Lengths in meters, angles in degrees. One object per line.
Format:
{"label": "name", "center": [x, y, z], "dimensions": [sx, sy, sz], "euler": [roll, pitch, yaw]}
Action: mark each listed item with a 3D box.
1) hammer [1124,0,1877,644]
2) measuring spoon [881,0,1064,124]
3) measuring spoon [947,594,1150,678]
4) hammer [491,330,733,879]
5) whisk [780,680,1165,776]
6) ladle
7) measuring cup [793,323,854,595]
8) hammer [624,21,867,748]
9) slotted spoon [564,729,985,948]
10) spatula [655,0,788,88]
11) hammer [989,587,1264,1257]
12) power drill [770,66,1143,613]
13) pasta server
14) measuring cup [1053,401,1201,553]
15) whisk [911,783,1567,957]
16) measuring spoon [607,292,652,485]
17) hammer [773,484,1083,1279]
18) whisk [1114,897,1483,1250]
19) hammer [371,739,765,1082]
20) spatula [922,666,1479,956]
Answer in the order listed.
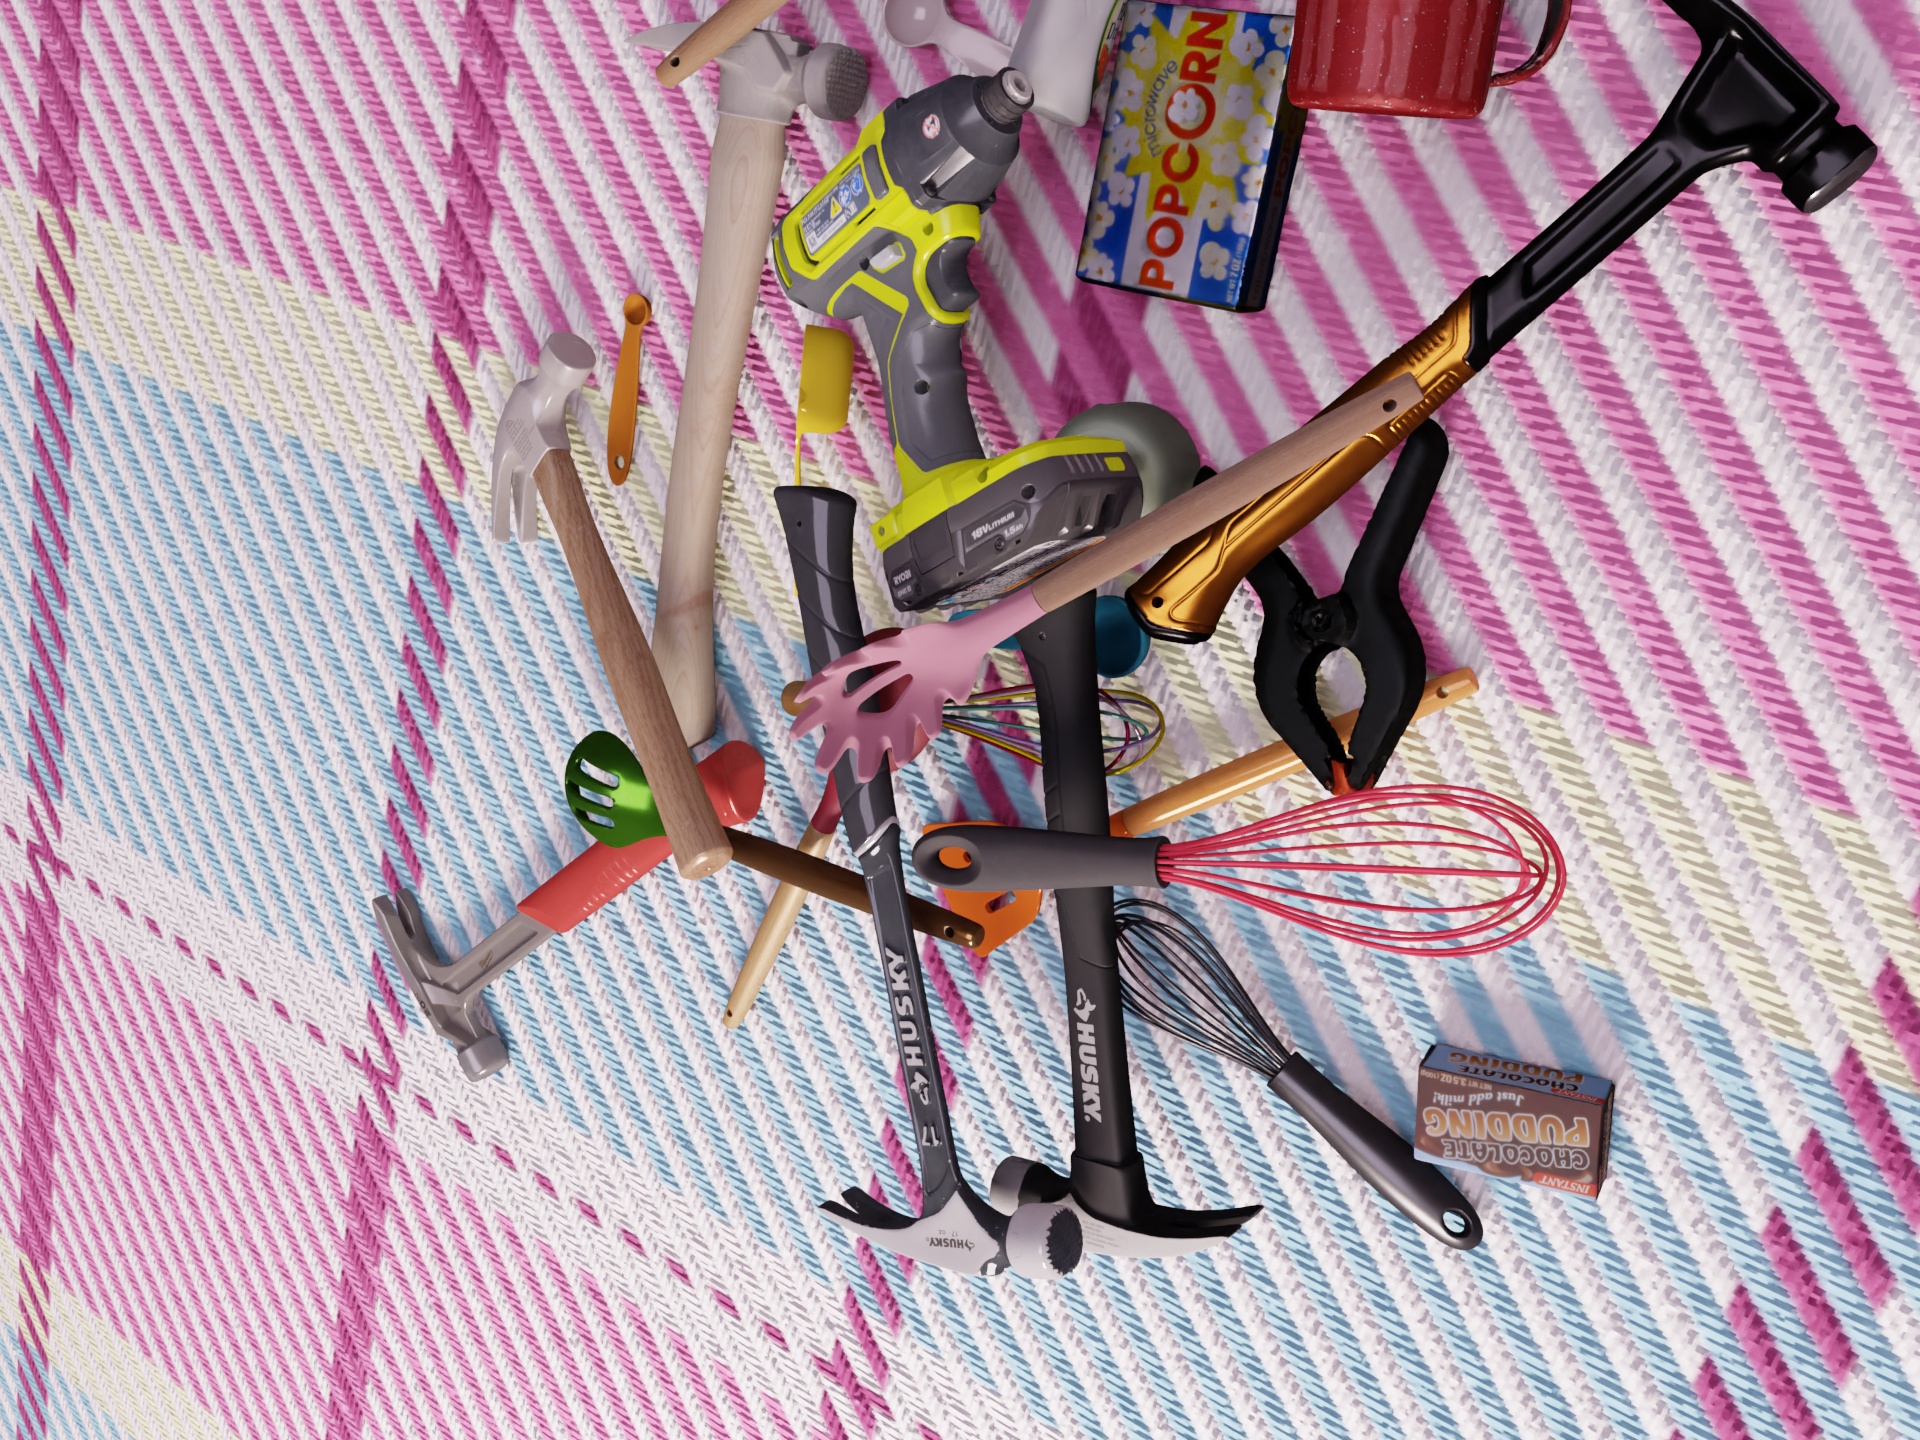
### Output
{"label": "hammer", "center": [0.194, -0.156, 0.672], "dimensions": [0.337, 0.034, 0.127], "euler": [-43, 76, 23]}
{"label": "measuring spoon", "center": [0.014, -0.329, 0.790], "dimensions": [0.124, 0.018, 0.034], "euler": [37, 111, 13]}
{"label": "measuring spoon", "center": [0.047, -0.047, 0.829], "dimensions": [0.129, 0.021, 0.042], "euler": [7, 105, 40]}
{"label": "hammer", "center": [-0.204, -0.058, 0.925], "dimensions": [0.130, 0.031, 0.332], "euler": [-44, 62, 40]}
{"label": "whisk", "center": [-0.002, -0.001, 0.846], "dimensions": [0.245, 0.051, 0.047], "euler": [6, 86, 36]}
{"label": "ladle", "center": [-0.086, 0.076, 0.905], "dimensions": [0.069, 0.031, 0.315], "euler": [44, 129, 22]}
{"label": "measuring cup", "center": [-0.076, -0.139, 0.872], "dimensions": [0.029, 0.062, 0.156], "euler": [3, 120, -5]}
{"label": "hammer", "center": [-0.152, -0.177, 0.909], "dimensions": [0.146, 0.038, 0.410], "euler": [22, 111, 28]}
{"label": "slotted spoon", "center": [-0.118, 0.071, 0.894], "dimensions": [0.314, 0.031, 0.070], "euler": [17, 108, 31]}
{"label": "spatula", "center": [-0.034, -0.408, 0.766], "dimensions": [0.317, 0.044, 0.082], "euler": [-30, 88, 23]}
{"label": "hammer", "center": [0.066, 0.102, 0.770], "dimensions": [0.146, 0.035, 0.334], "euler": [3, 103, 39]}
{"label": "power drill", "center": [-0.001, -0.177, 0.753], "dimensions": [0.171, 0.080, 0.223], "euler": [-25, 80, 48]}
{"label": "pasta server", "center": [0.057, -0.064, 0.702], "dimensions": [0.316, 0.040, 0.060], "euler": [-29, 113, 22]}
{"label": "measuring cup", "center": [0.042, -0.100, 0.803], "dimensions": [0.167, 0.038, 0.083], "euler": [-27, 86, 31]}
{"label": "whisk", "center": [0.106, 0.063, 0.689], "dimensions": [0.296, 0.073, 0.073], "euler": [-1, 100, 30]}
{"label": "measuring spoon", "center": [-0.197, -0.196, 0.950], "dimensions": [0.021, 0.011, 0.116], "euler": [25, 116, 28]}
{"label": "hammer", "center": [-0.042, 0.080, 0.810], "dimensions": [0.149, 0.036, 0.409], "euler": [-10, 91, 37]}
{"label": "whisk", "center": [0.158, 0.176, 0.787], "dimensions": [0.239, 0.055, 0.055], "euler": [41, 118, 14]}
{"label": "hammer", "center": [-0.255, 0.104, 1.033], "dimensions": [0.359, 0.036, 0.149], "euler": [-36, 81, 33]}
{"label": "spatula", "center": [0.109, 0.040, 0.803], "dimensions": [0.322, 0.041, 0.081], "euler": [-26, 87, 29]}
